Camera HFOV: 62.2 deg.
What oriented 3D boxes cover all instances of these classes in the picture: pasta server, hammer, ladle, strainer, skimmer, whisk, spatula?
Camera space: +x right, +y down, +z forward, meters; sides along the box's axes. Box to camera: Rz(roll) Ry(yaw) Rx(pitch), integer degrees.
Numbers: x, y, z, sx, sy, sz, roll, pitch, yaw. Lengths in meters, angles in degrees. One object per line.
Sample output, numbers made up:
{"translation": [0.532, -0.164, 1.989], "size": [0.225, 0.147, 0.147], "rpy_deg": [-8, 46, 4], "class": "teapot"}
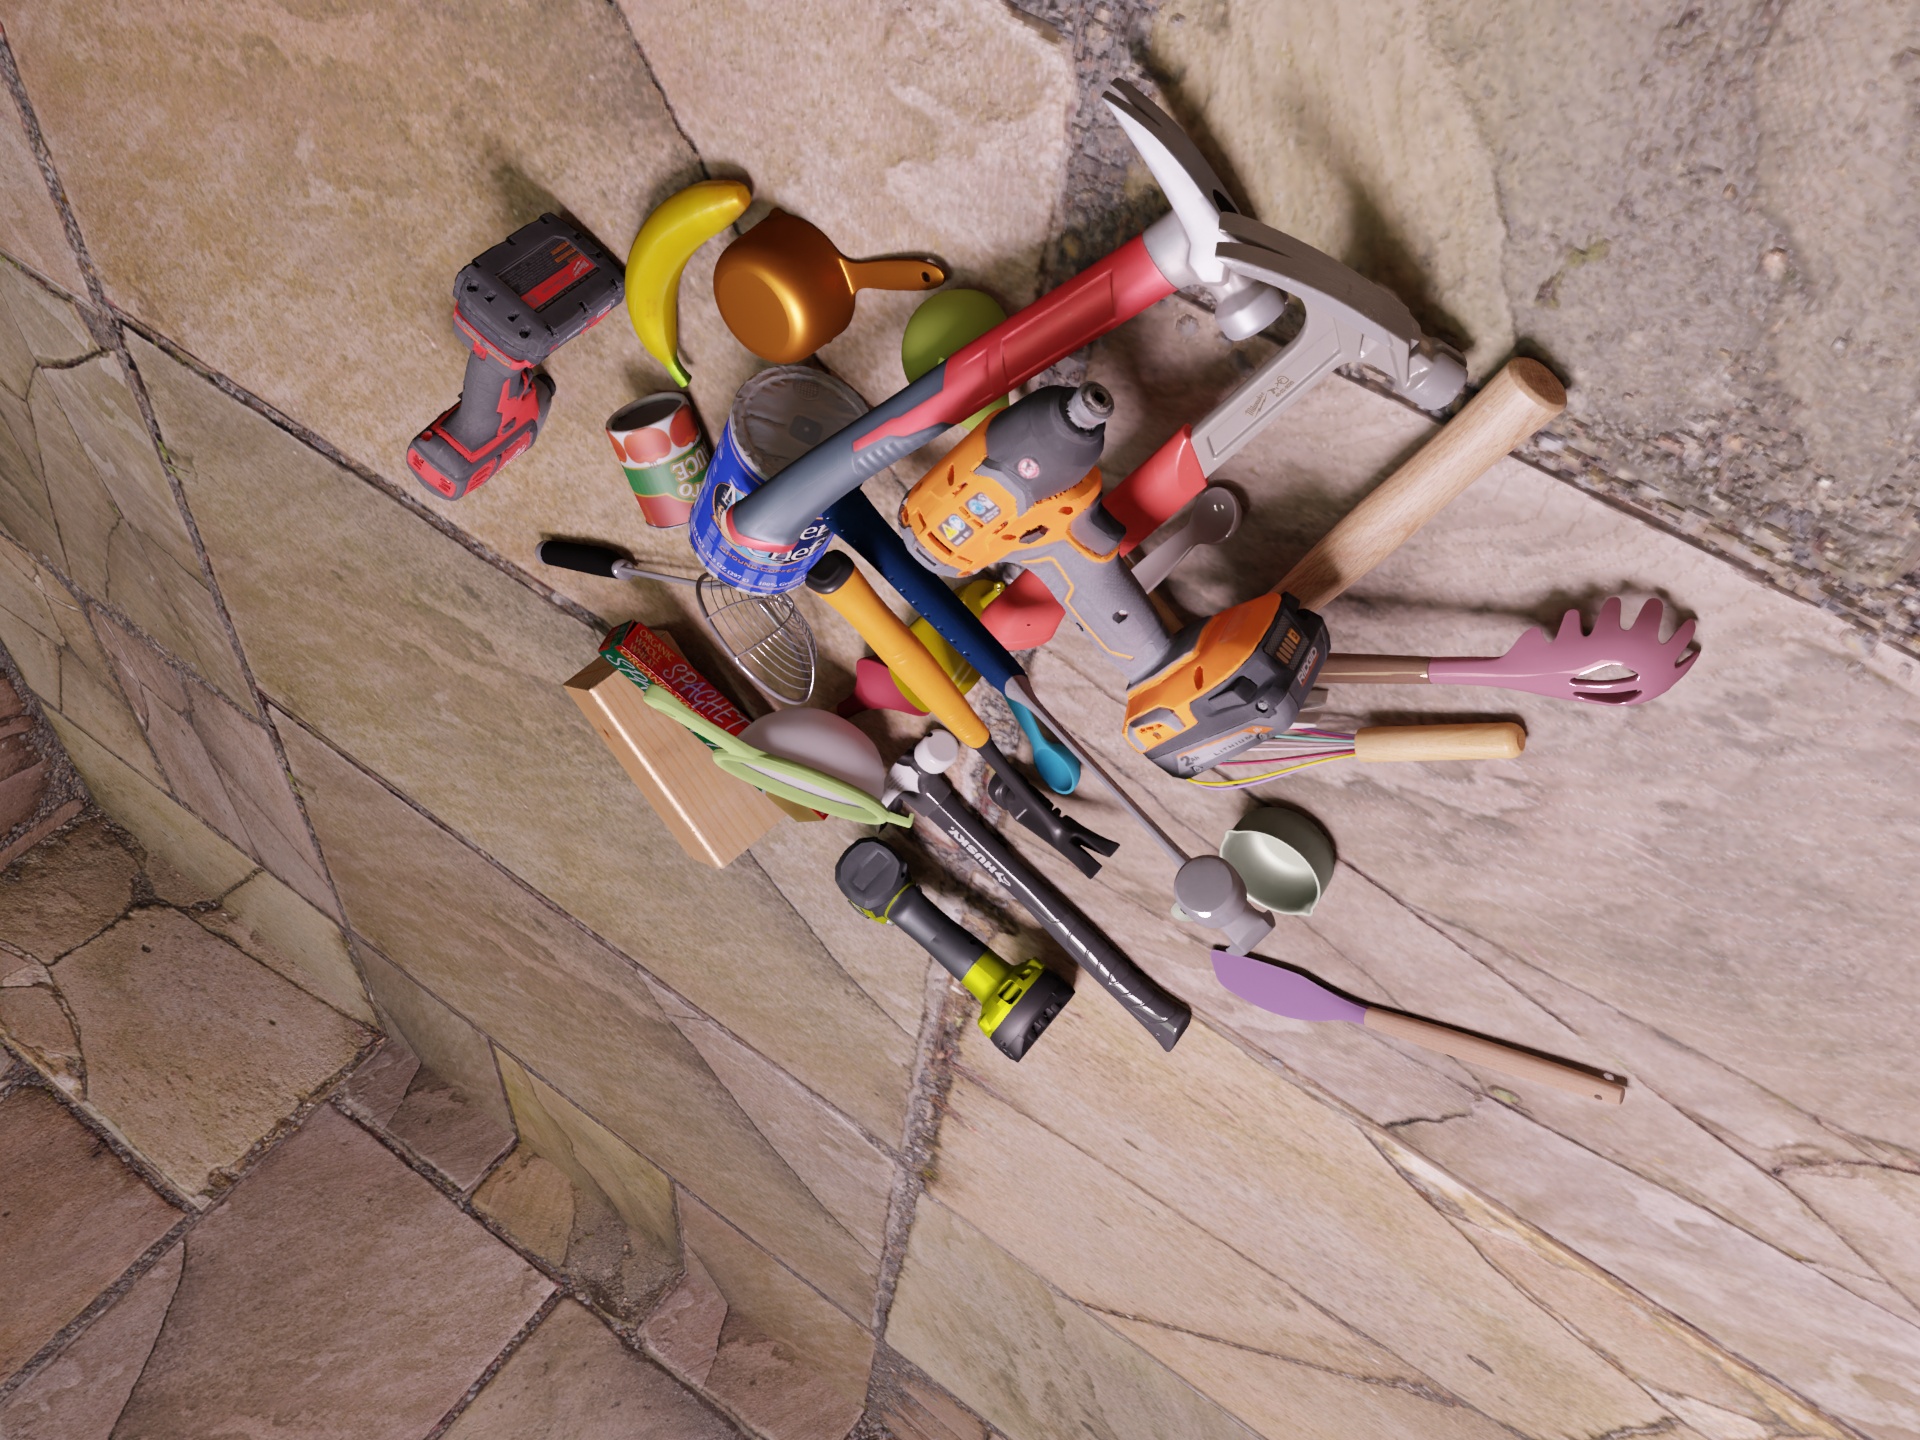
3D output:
{"translation": [0.242, -0.034, 0.896], "size": [0.316, 0.040, 0.060], "rpy_deg": [2, 136, 36], "class": "pasta server"}
{"translation": [0.214, -0.088, 0.894], "size": [0.130, 0.031, 0.331], "rpy_deg": [33, 144, -7], "class": "hammer"}
{"translation": [-0.109, 0.000, 1.346], "size": [0.069, 0.031, 0.315], "rpy_deg": [42, 149, -14], "class": "ladle"}
{"translation": [-0.002, -0.004, 1.096], "size": [0.127, 0.034, 0.336], "rpy_deg": [36, 171, 44], "class": "hammer"}
{"translation": [0.077, -0.135, 1.002], "size": [0.078, 0.062, 0.320], "rpy_deg": [-25, 115, 42], "class": "ladle"}
{"translation": [0.042, -0.010, 0.953], "size": [0.406, 0.035, 0.144], "rpy_deg": [48, -177, 31], "class": "hammer"}
{"translation": [-0.148, 0.007, 1.252], "size": [0.151, 0.069, 0.256], "rpy_deg": [10, 163, 39], "class": "strainer"}
{"translation": [-0.012, -0.202, 0.913], "size": [0.386, 0.038, 0.143], "rpy_deg": [-25, 114, 37], "class": "hammer"}
{"translation": [-0.259, -0.093, 1.341], "size": [0.363, 0.090, 0.127], "rpy_deg": [14, 168, 39], "class": "skimmer"}
{"translation": [0.231, 0.012, 0.996], "size": [0.245, 0.047, 0.051], "rpy_deg": [-3, 138, 42], "class": "whisk"}
{"translation": [0.320, 0.223, 1.153], "size": [0.316, 0.018, 0.059], "rpy_deg": [12, 136, 40], "class": "spatula"}
{"translation": [0.103, -0.134, 0.895], "size": [0.149, 0.037, 0.359], "rpy_deg": [24, 147, -20], "class": "hammer"}
{"translation": [0.063, 0.153, 1.328], "size": [0.335, 0.035, 0.146], "rpy_deg": [44, 146, -1], "class": "hammer"}

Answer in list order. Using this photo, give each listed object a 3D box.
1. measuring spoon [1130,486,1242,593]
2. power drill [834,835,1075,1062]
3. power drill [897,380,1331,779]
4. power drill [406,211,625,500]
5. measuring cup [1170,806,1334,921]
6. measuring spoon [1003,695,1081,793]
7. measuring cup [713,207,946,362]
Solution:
{"translation": [0.130, -0.098, 0.972], "size": [0.124, 0.018, 0.034], "rpy_deg": [-42, 56, 41], "class": "measuring spoon"}
{"translation": [-0.010, 0.197, 1.395], "size": [0.223, 0.080, 0.171], "rpy_deg": [40, 171, 10], "class": "power drill"}
{"translation": [0.089, -0.080, 0.860], "size": [0.226, 0.084, 0.164], "rpy_deg": [41, 146, -10], "class": "power drill"}
{"translation": [-0.335, -0.267, 1.196], "size": [0.078, 0.143, 0.219], "rpy_deg": [41, 140, -4], "class": "power drill"}
{"translation": [0.203, 0.109, 1.134], "size": [0.083, 0.038, 0.167], "rpy_deg": [45, 148, -3], "class": "measuring cup"}
{"translation": [0.055, -0.005, 1.185], "size": [0.042, 0.021, 0.128], "rpy_deg": [-12, 109, 59], "class": "measuring spoon"}
{"translation": [-0.087, -0.269, 1.002], "size": [0.174, 0.052, 0.095], "rpy_deg": [12, 136, 41], "class": "measuring cup"}
